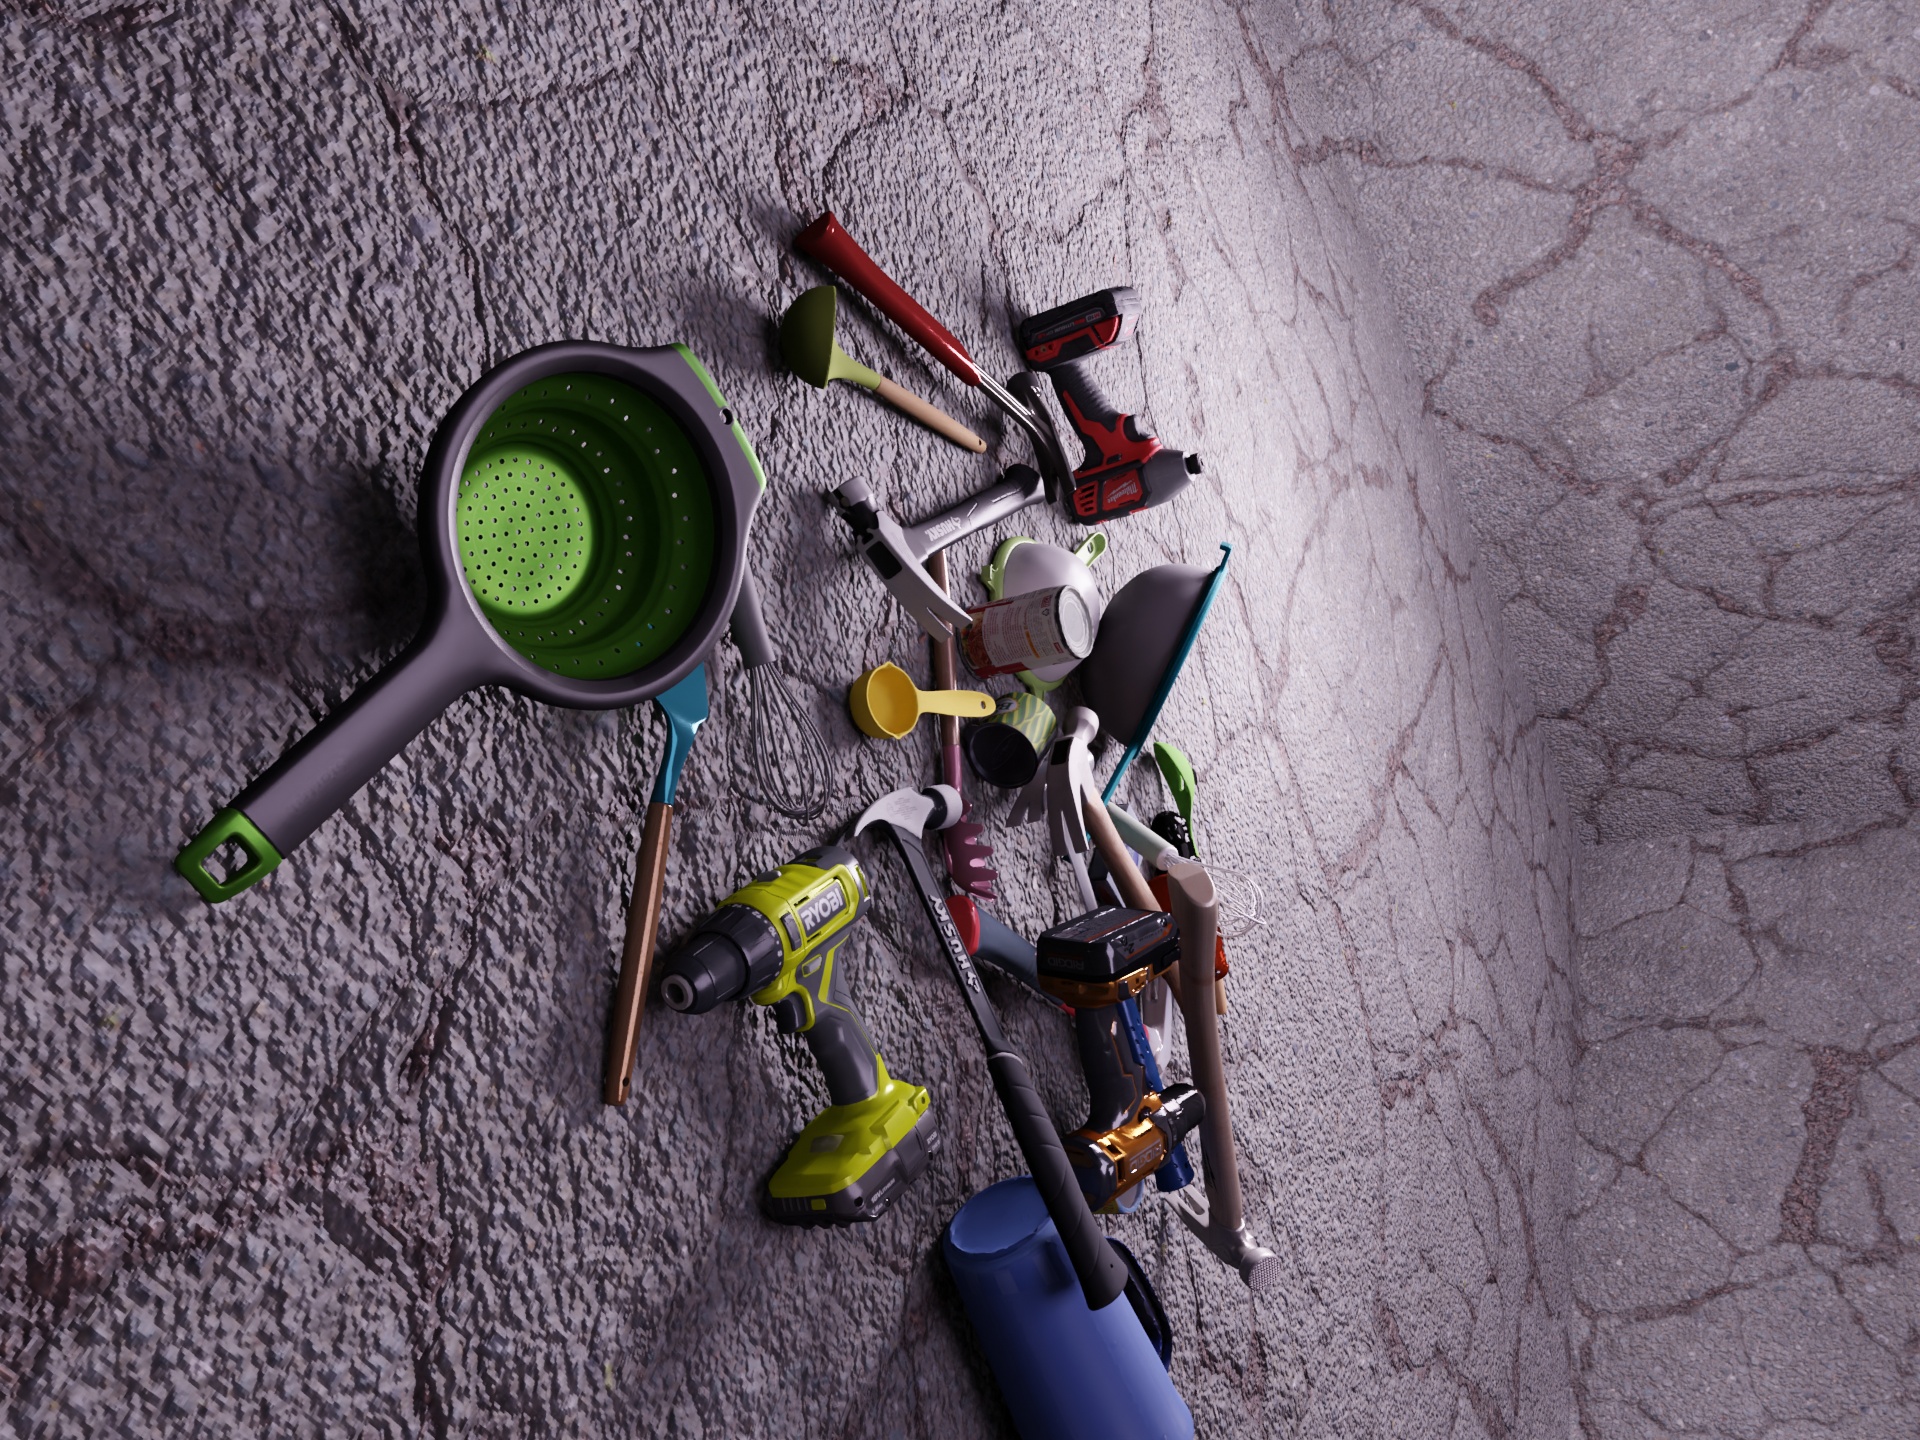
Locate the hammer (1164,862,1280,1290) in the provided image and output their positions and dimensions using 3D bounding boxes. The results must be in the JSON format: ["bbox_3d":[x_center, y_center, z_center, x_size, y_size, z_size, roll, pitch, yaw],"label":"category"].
[{"bbox_3d":[0.217,0.312,1.437,0.038,0.146,0.410,-18,113,-21],"label":"hammer"}]

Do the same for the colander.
[{"bbox_3d":[-0.274,-0.055,0.868,0.397,0.094,0.204,-50,126,-31],"label":"colander"}]

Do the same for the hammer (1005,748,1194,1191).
[{"bbox_3d":[0.133,0.231,1.419,0.144,0.035,0.405,-31,105,-60],"label":"hammer"}]

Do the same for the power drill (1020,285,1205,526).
[{"bbox_3d":[0.154,-0.316,1.601,0.078,0.143,0.219,-33,107,-60],"label":"power drill"}]

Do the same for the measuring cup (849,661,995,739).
[{"bbox_3d":[-0.030,-0.012,1.281,0.156,0.029,0.062,2,77,-50],"label":"measuring cup"}]

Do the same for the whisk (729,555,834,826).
[{"bbox_3d":[-0.141,-0.040,1.111,0.055,0.055,0.239,-22,95,-59],"label":"whisk"}]

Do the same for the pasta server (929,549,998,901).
[{"bbox_3d":[-0.002,-0.004,1.339,0.060,0.040,0.316,108,-22,-74],"label":"pasta server"}]

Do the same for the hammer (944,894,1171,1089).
[{"bbox_3d":[0.095,0.227,1.428,0.385,0.038,0.143,41,46,-46],"label":"hammer"}]

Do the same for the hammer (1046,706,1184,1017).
[{"bbox_3d":[0.154,0.153,1.419,0.331,0.031,0.130,61,32,-27],"label":"hammer"}]

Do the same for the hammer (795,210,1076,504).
[{"bbox_3d":[-0.015,-0.323,1.394,0.358,0.036,0.149,30,37,-49],"label":"hammer"}]

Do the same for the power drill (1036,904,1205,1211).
[{"bbox_3d":[0.143,0.273,1.333,0.185,0.084,0.226,-13,101,-49],"label":"power drill"}]

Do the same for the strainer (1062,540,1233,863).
[{"bbox_3d":[0.148,-0.022,1.543,0.340,0.095,0.211,-60,173,-22],"label":"strainer"}]

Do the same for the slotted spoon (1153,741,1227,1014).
[{"bbox_3d":[0.254,0.170,1.713,0.070,0.031,0.313,-149,-134,-74],"label":"slotted spoon"}]

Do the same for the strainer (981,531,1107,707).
[{"bbox_3d":[0.114,-0.131,1.542,0.256,0.069,0.151,-50,123,-51],"label":"strainer"}]

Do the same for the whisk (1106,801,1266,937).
[{"bbox_3d":[0.198,0.132,1.476,0.059,0.247,0.058,25,97,-36],"label":"whisk"}]

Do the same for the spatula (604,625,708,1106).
[{"bbox_3d":[-0.199,0.079,0.999,0.082,0.044,0.318,30,60,-53],"label":"spatula"}]

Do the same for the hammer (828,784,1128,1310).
[{"bbox_3d":[0.023,0.238,1.189,0.149,0.036,0.409,-5,66,-55],"label":"hammer"}]

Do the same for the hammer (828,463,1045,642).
[{"bbox_3d":[0.007,-0.171,1.385,0.146,0.035,0.335,55,29,-2],"label":"hammer"}]

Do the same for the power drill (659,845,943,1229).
[{"bbox_3d":[-0.106,0.216,1.059,0.190,0.080,0.228,-32,105,-58],"label":"power drill"}]

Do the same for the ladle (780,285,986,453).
[{"bbox_3d":[-0.048,-0.277,1.332,0.320,0.062,0.078,17,74,-59],"label":"ladle"}]
